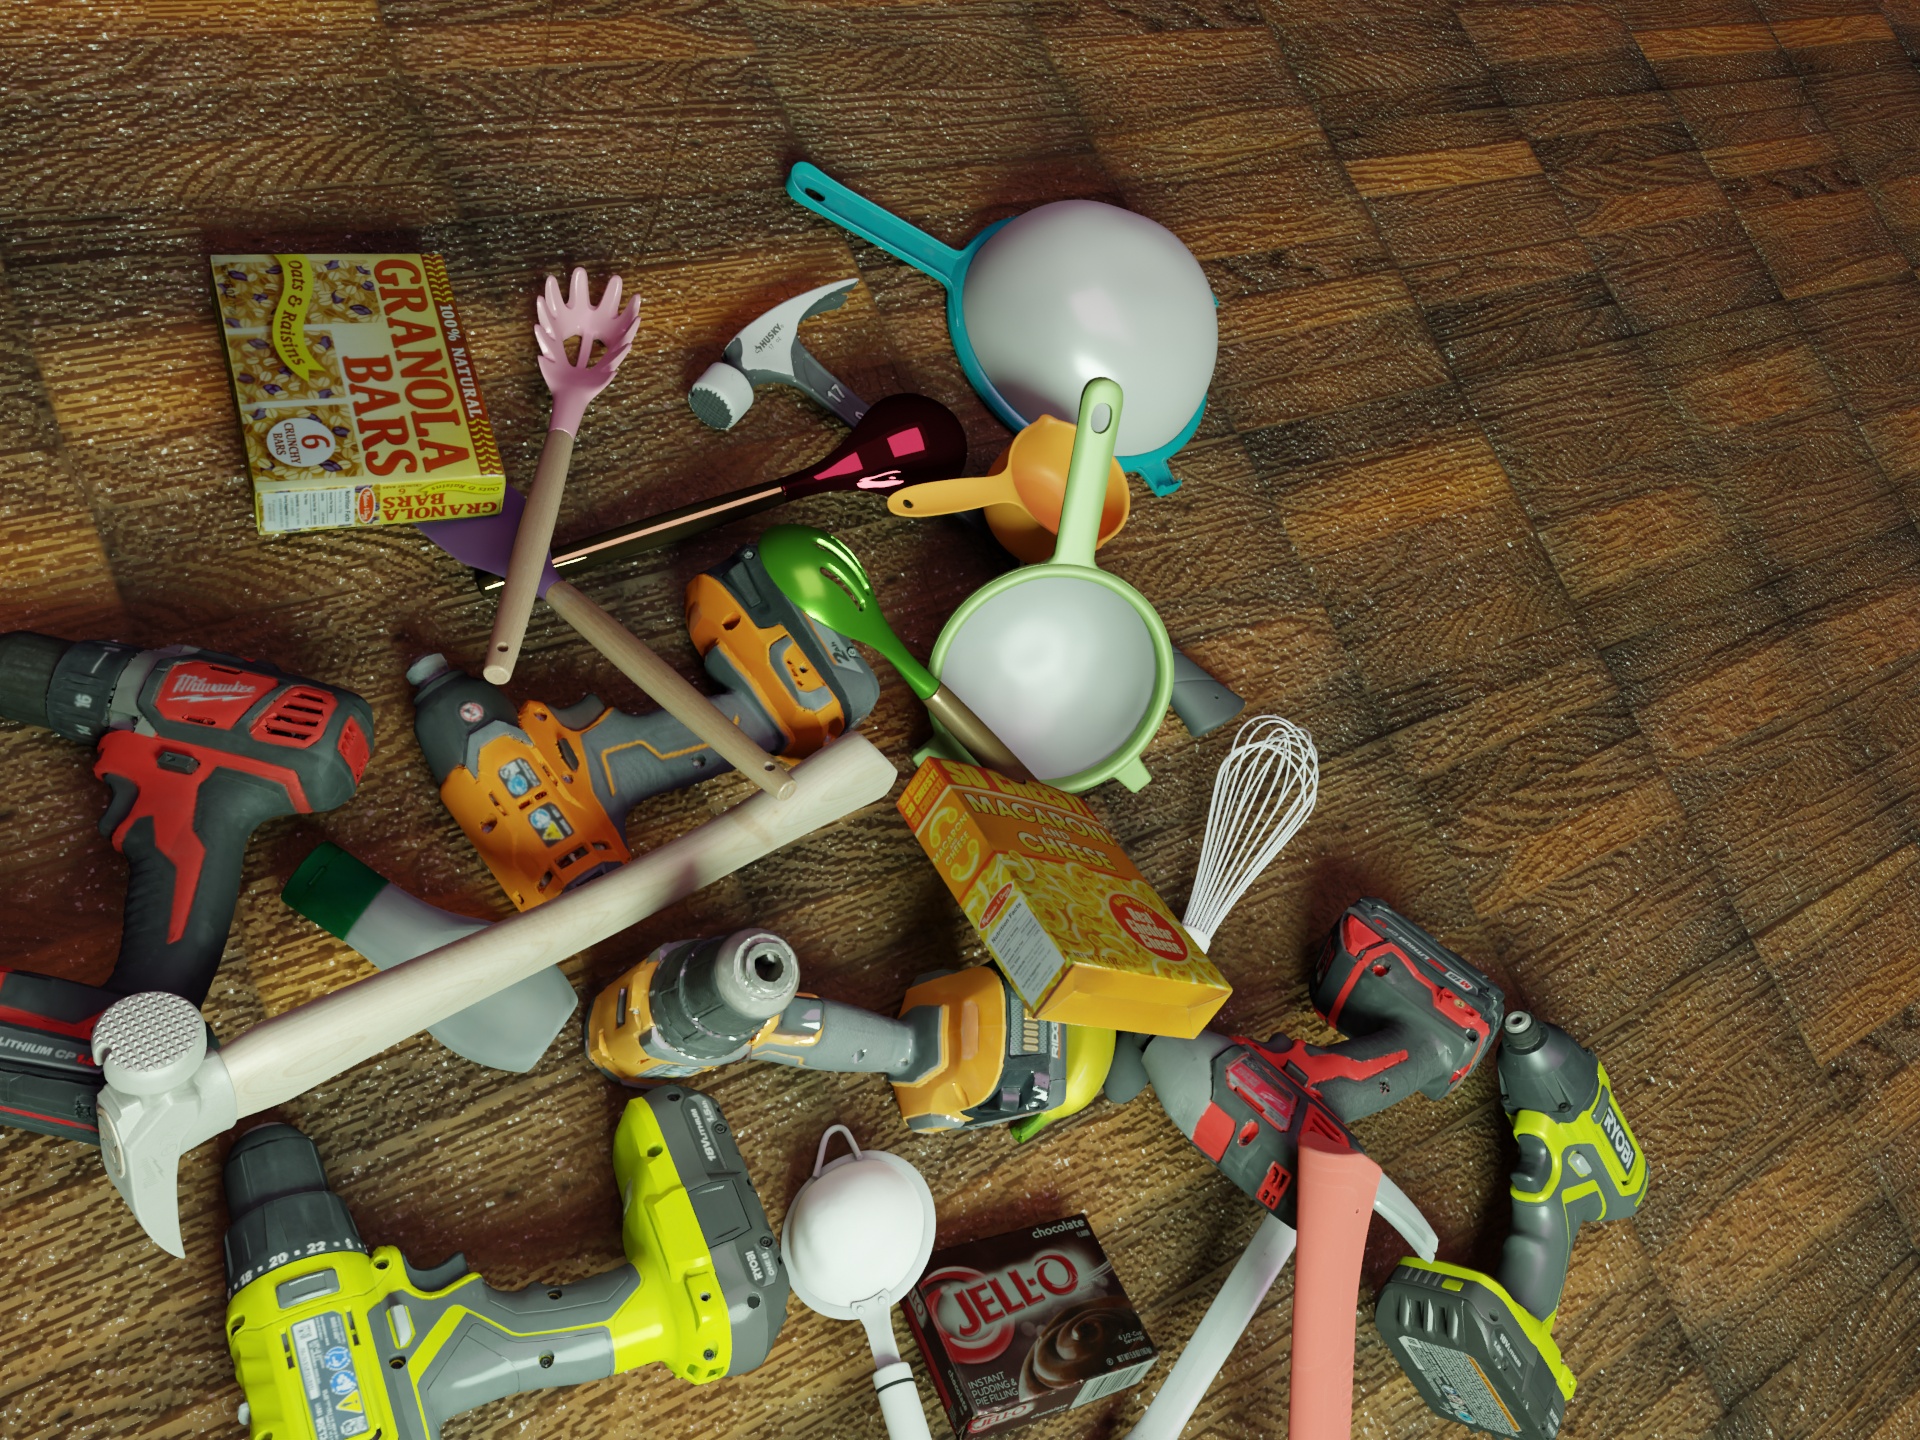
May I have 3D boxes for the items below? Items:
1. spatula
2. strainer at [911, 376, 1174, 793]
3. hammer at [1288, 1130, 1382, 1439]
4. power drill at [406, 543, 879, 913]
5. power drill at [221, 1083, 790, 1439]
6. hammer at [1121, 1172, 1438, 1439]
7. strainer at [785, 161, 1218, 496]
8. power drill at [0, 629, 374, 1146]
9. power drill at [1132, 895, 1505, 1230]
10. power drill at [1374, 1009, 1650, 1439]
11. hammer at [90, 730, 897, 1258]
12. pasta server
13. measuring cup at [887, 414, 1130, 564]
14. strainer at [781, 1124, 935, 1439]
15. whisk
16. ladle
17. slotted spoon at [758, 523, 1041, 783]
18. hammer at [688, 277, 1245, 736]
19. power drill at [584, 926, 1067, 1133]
[{"bbox_3d":[-0.193,-0.054,0.828,0.060,0.018,0.316,-34,59,-32],"label":"spatula"},{"bbox_3d":[0.058,-0.082,0.955,0.151,0.069,0.256,5,110,-12],"label":"strainer"},{"bbox_3d":[0.174,0.389,0.808,0.149,0.037,0.359,-3,98,-32],"label":"hammer"},{"bbox_3d":[-0.175,-0.006,0.862,0.226,0.084,0.164,-34,85,-29],"label":"power drill"},{"bbox_3d":[-0.212,0.249,0.726,0.228,0.080,0.191,-11,55,-30],"label":"power drill"},{"bbox_3d":[0.107,0.382,0.839,0.144,0.035,0.405,25,58,28],"label":"hammer"},{"bbox_3d":[0.048,-0.312,1.088,0.340,0.095,0.211,25,61,-17],"label":"strainer"},{"bbox_3d":[-0.392,0.063,0.716,0.188,0.080,0.227,13,62,-1],"label":"power drill"},{"bbox_3d":[0.208,0.192,0.930,0.219,0.078,0.143,-22,49,-42],"label":"power drill"},{"bbox_3d":[0.341,0.302,0.969,0.223,0.080,0.171,-52,121,-33],"label":"power drill"},{"bbox_3d":[-0.189,0.103,0.749,0.410,0.146,0.038,-26,58,-41],"label":"hammer"},{"bbox_3d":[-0.223,-0.143,0.871,0.060,0.040,0.317,10,47,-11],"label":"pasta server"},{"bbox_3d":[0.022,-0.132,0.987,0.173,0.052,0.095,-12,75,-30],"label":"measuring cup"},{"bbox_3d":[-0.035,0.312,0.775,0.087,0.050,0.259,-26,58,7],"label":"strainer"},{"bbox_3d":[0.157,0.114,0.992,0.070,0.070,0.285,36,64,-9],"label":"whisk"},{"bbox_3d":[-0.130,-0.129,0.938,0.315,0.031,0.069,-22,91,-21],"label":"ladle"},{"bbox_3d":[-0.001,-0.003,0.915,0.313,0.031,0.070,47,29,-29],"label":"slotted spoon"},{"bbox_3d":[0.025,-0.127,1.038,0.409,0.036,0.149,39,57,-8],"label":"hammer"},{"bbox_3d":[-0.056,0.151,0.795,0.226,0.185,0.084,12,65,-25],"label":"power drill"}]
